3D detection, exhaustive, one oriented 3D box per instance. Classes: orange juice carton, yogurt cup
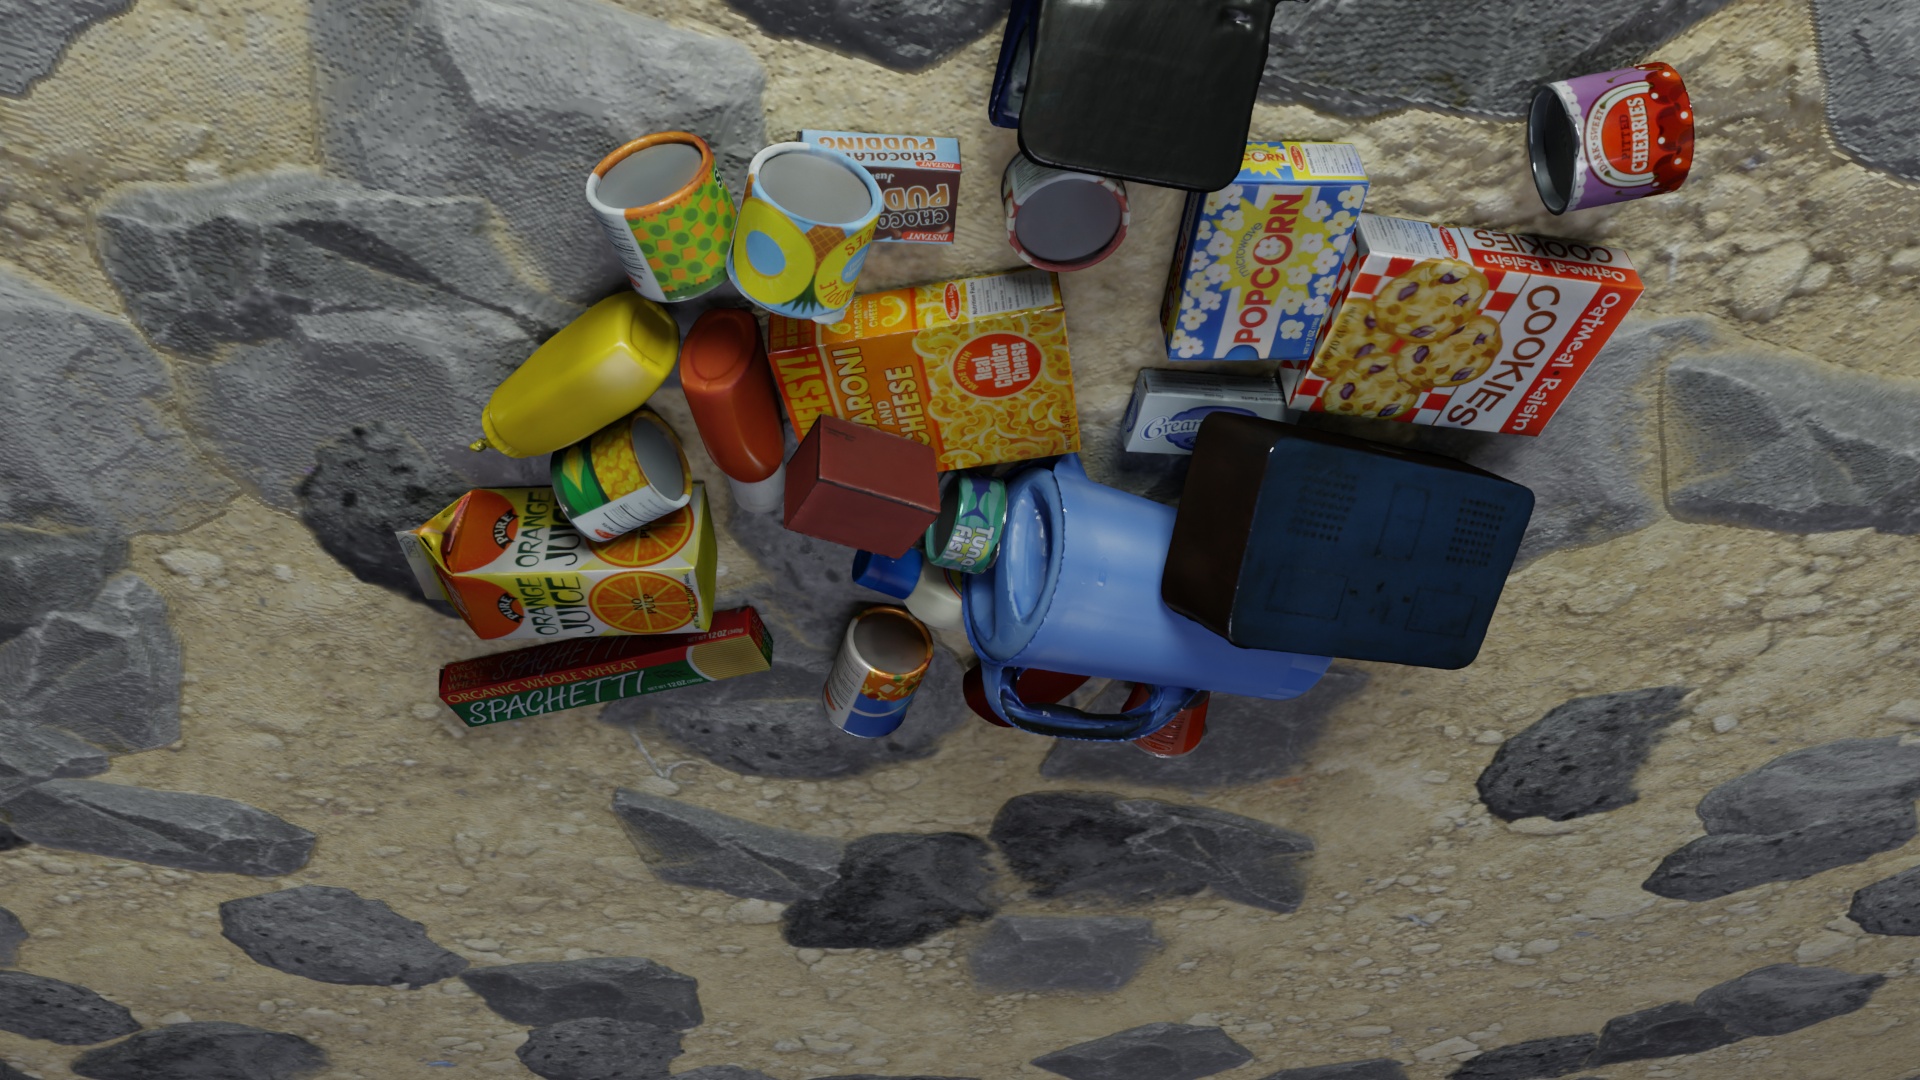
[{"bbox_3d":[-0.261,0.014,0.904,0.193,0.073,0.071,-2,141,-3],"label":"orange juice carton"},{"bbox_3d":[0.164,0.129,1.095,0.072,0.073,0.053,3,132,-9],"label":"yogurt cup"}]

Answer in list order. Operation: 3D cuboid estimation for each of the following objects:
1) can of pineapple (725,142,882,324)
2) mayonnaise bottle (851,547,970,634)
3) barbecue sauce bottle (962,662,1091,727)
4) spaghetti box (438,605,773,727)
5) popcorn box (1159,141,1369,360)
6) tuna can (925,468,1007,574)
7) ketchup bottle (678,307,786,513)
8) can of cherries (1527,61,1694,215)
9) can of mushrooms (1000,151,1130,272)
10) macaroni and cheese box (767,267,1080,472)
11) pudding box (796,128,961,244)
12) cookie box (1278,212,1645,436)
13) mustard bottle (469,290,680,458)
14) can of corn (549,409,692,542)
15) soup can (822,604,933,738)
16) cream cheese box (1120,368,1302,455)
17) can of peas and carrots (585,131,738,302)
[{"bbox_3d":[-0.075,-0.150,0.675,0.071,0.071,0.057,9,138,-16],"label":"can of pineapple"},{"bbox_3d":[-0.002,0.035,0.966,0.148,0.065,0.041,20,136,-22],"label":"mayonnaise bottle"},{"bbox_3d":[0.073,0.091,1.054,0.065,0.044,0.148,29,130,-35],"label":"barbecue sauce bottle"},{"bbox_3d":[-0.266,0.095,1.039,0.250,0.029,0.050,-11,140,8],"label":"spaghetti box"},{"bbox_3d":[0.163,-0.157,0.762,0.085,0.038,0.126,-1,141,-6],"label":"popcorn box"},{"bbox_3d":[0.003,-0.011,0.900,0.033,0.071,0.070,13,138,-18],"label":"tuna can"},{"bbox_3d":[-0.129,-0.069,0.826,0.043,0.065,0.148,7,150,7],"label":"ketchup bottle"},{"bbox_3d":[0.326,-0.201,0.697,0.058,0.072,0.071,-10,141,6],"label":"can of cherries"},{"bbox_3d":[0.056,-0.175,0.733,0.071,0.033,0.070,-3,140,-2],"label":"can of mushrooms"},{"bbox_3d":[-0.018,-0.093,0.822,0.166,0.040,0.123,-8,141,4],"label":"macaroni and cheese box"},{"bbox_3d":[-0.043,-0.182,0.718,0.084,0.030,0.049,2,141,-7],"label":"pudding box"},{"bbox_3d":[0.289,-0.124,0.814,0.168,0.040,0.122,5,140,-10],"label":"cookie box"},{"bbox_3d":[-0.229,-0.084,0.798,0.160,0.065,0.048,-25,131,32],"label":"mustard bottle"},{"bbox_3d":[-0.207,-0.042,0.848,0.058,0.071,0.071,-22,138,17],"label":"can of corn"},{"bbox_3d":[-0.059,0.097,1.032,0.071,0.072,0.083,8,139,-15],"label":"soup can"},{"bbox_3d":[0.157,-0.078,0.869,0.104,0.024,0.053,2,139,-9],"label":"cream cheese box"},{"bbox_3d":[-0.145,-0.165,0.703,0.071,0.071,0.058,-11,140,8],"label":"can of peas and carrots"}]
